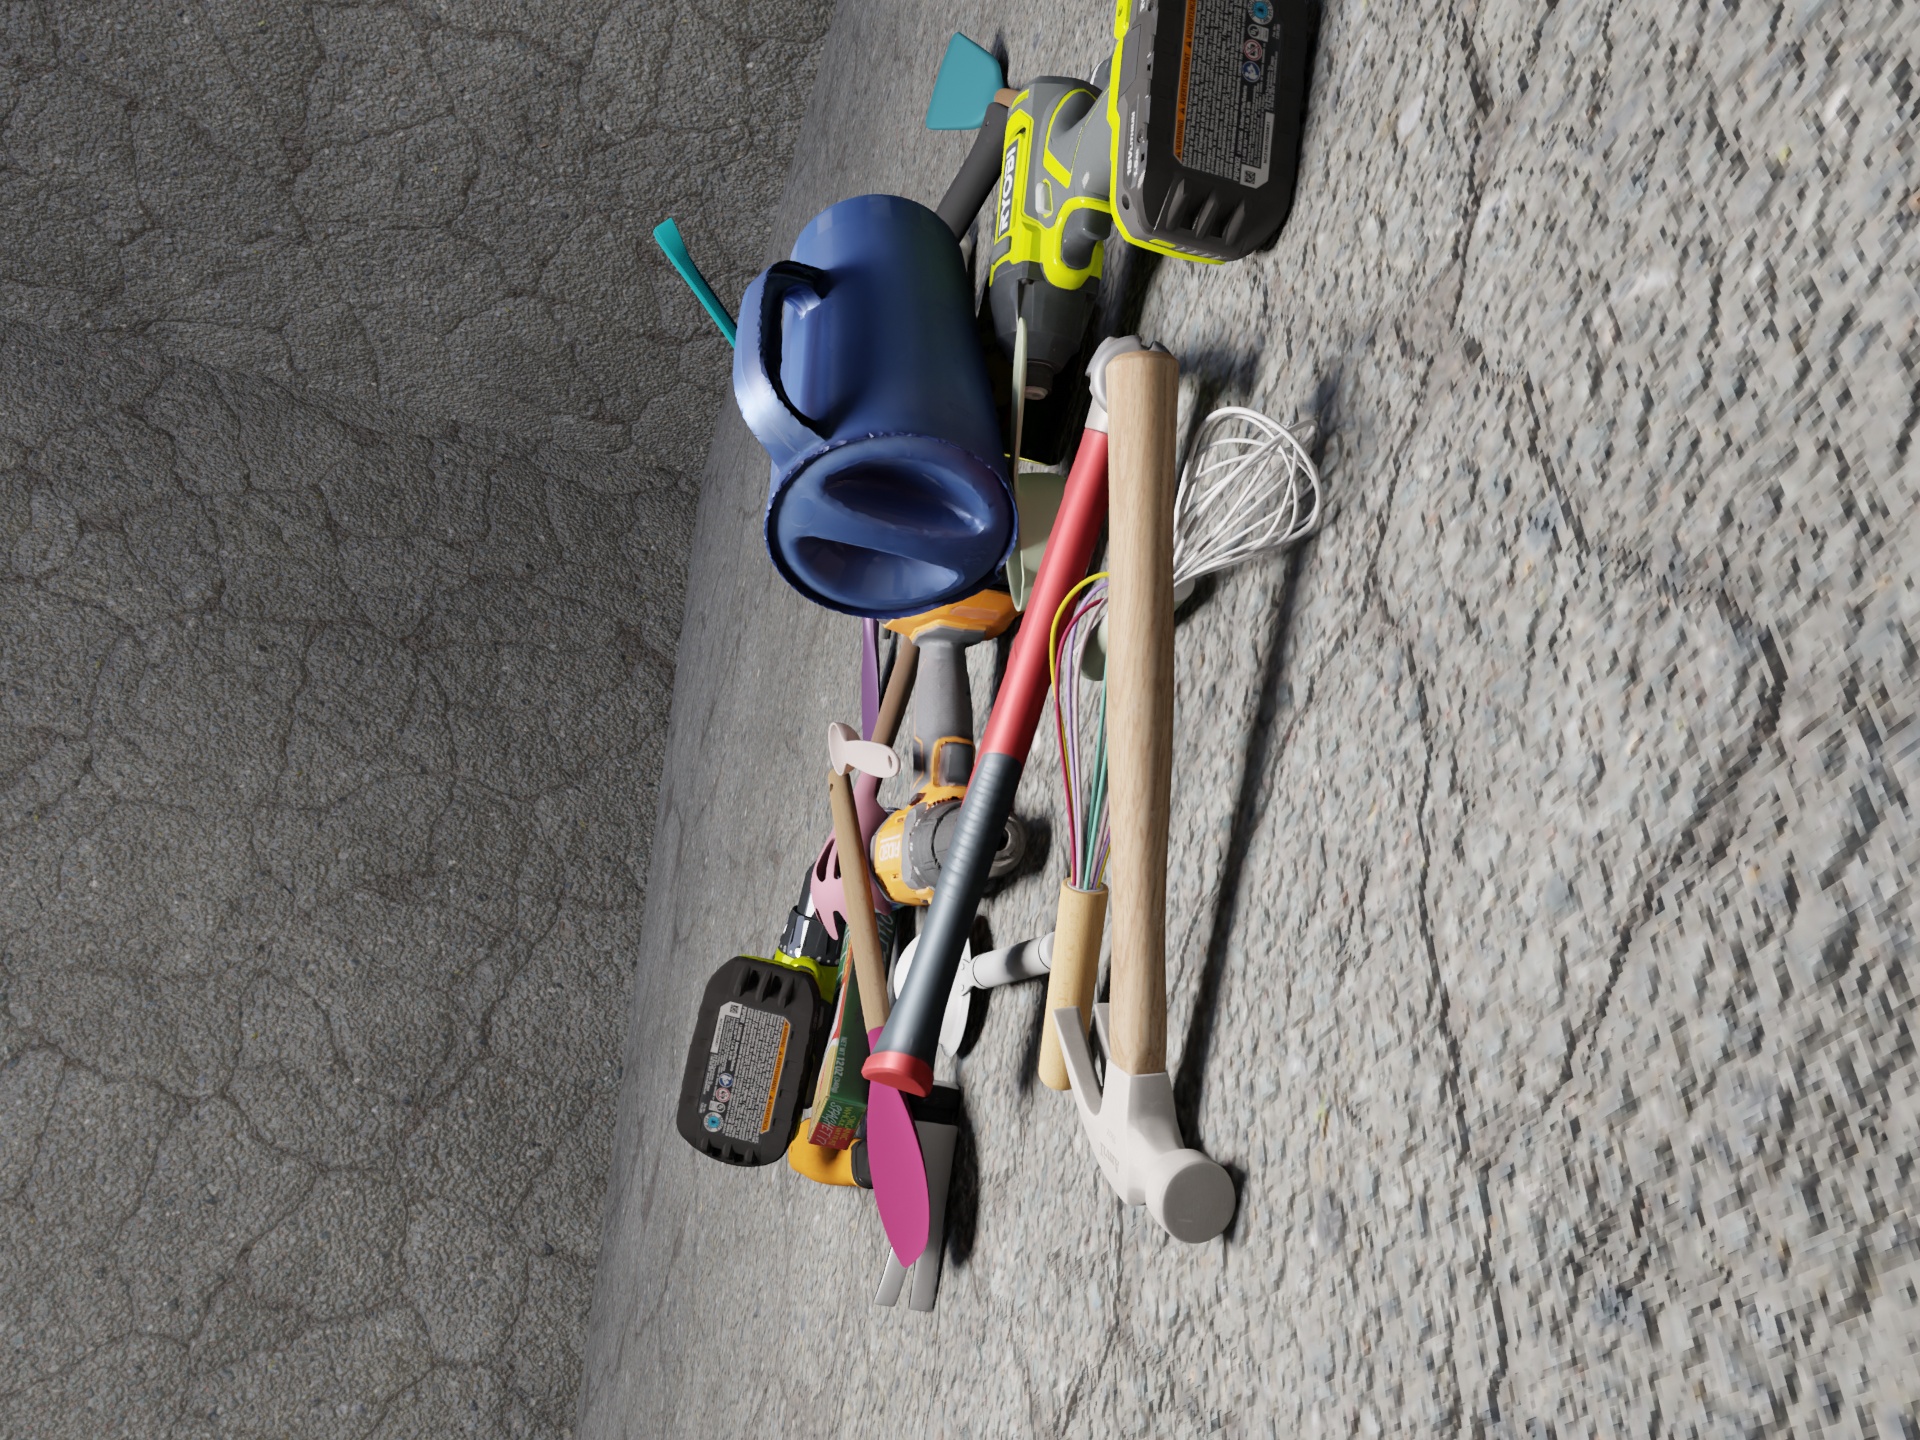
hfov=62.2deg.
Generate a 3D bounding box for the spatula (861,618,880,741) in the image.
[{"bbox_3d":[-0.073,-0.114,1.314,0.060,0.018,0.316,-172,82,-75],"label":"spatula"}]

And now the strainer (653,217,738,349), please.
[{"bbox_3d":[-0.075,-0.216,1.058,0.095,0.340,0.211,-33,45,4],"label":"strainer"}]

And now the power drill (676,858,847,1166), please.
[{"bbox_3d":[-0.124,0.204,1.139,0.228,0.080,0.190,-35,-42,-82],"label":"power drill"}]

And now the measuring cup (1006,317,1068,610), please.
[{"bbox_3d":[0.046,-0.137,0.856,0.083,0.038,0.167,-102,10,-54],"label":"measuring cup"}]

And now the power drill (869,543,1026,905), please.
[{"bbox_3d":[-0.001,-0.003,0.942,0.185,0.084,0.226,154,121,-72],"label":"power drill"}]

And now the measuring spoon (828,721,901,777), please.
[{"bbox_3d":[-0.054,0.020,0.971,0.124,0.018,0.034,-169,72,-67],"label":"measuring spoon"}]

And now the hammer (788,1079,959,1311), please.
[{"bbox_3d":[-0.069,0.301,1.051,0.337,0.034,0.127,145,135,-69],"label":"hammer"}]

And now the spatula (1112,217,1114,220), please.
[{"bbox_3d":[0.076,-0.313,0.992,0.323,0.041,0.081,-164,84,-79],"label":"spatula"}]

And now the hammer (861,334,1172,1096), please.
[{"bbox_3d":[0.025,0.002,0.793,0.143,0.038,0.386,-85,12,-80],"label":"hammer"}]

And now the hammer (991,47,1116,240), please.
[{"bbox_3d":[0.094,-0.400,0.962,0.409,0.036,0.149,144,136,-69],"label":"hammer"}]

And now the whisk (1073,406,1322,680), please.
[{"bbox_3d":[0.094,-0.067,0.699,0.058,0.059,0.246,-43,-4,-23],"label":"whisk"}]

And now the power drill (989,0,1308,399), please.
[{"bbox_3d":[0.078,-0.266,0.799,0.223,0.080,0.171,172,104,-70],"label":"power drill"}]

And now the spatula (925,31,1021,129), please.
[{"bbox_3d":[0.028,-0.489,1.251,0.318,0.044,0.082,-114,41,-63],"label":"spatula"}]

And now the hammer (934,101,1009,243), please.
[{"bbox_3d":[-0.040,-0.320,1.214,0.334,0.035,0.146,-53,36,35],"label":"hammer"}]

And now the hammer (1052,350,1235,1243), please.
[{"bbox_3d":[0.071,0.023,0.631,0.130,0.031,0.331,-172,82,-76],"label":"hammer"}]

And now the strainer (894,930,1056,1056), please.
[{"bbox_3d":[0.009,0.137,0.875,0.258,0.050,0.087,145,128,-64],"label":"strainer"}]

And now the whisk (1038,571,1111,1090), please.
[{"bbox_3d":[0.055,0.053,0.715,0.051,0.047,0.245,-123,37,-70],"label":"whisk"}]

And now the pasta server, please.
[{"bbox_3d":[-0.047,0.009,1.104,0.060,0.040,0.316,-12,43,29],"label":"pasta server"}]

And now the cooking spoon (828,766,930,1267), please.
[{"bbox_3d":[-0.051,0.161,0.940,0.068,0.017,0.319,122,144,-45],"label":"cooking spoon"}]
